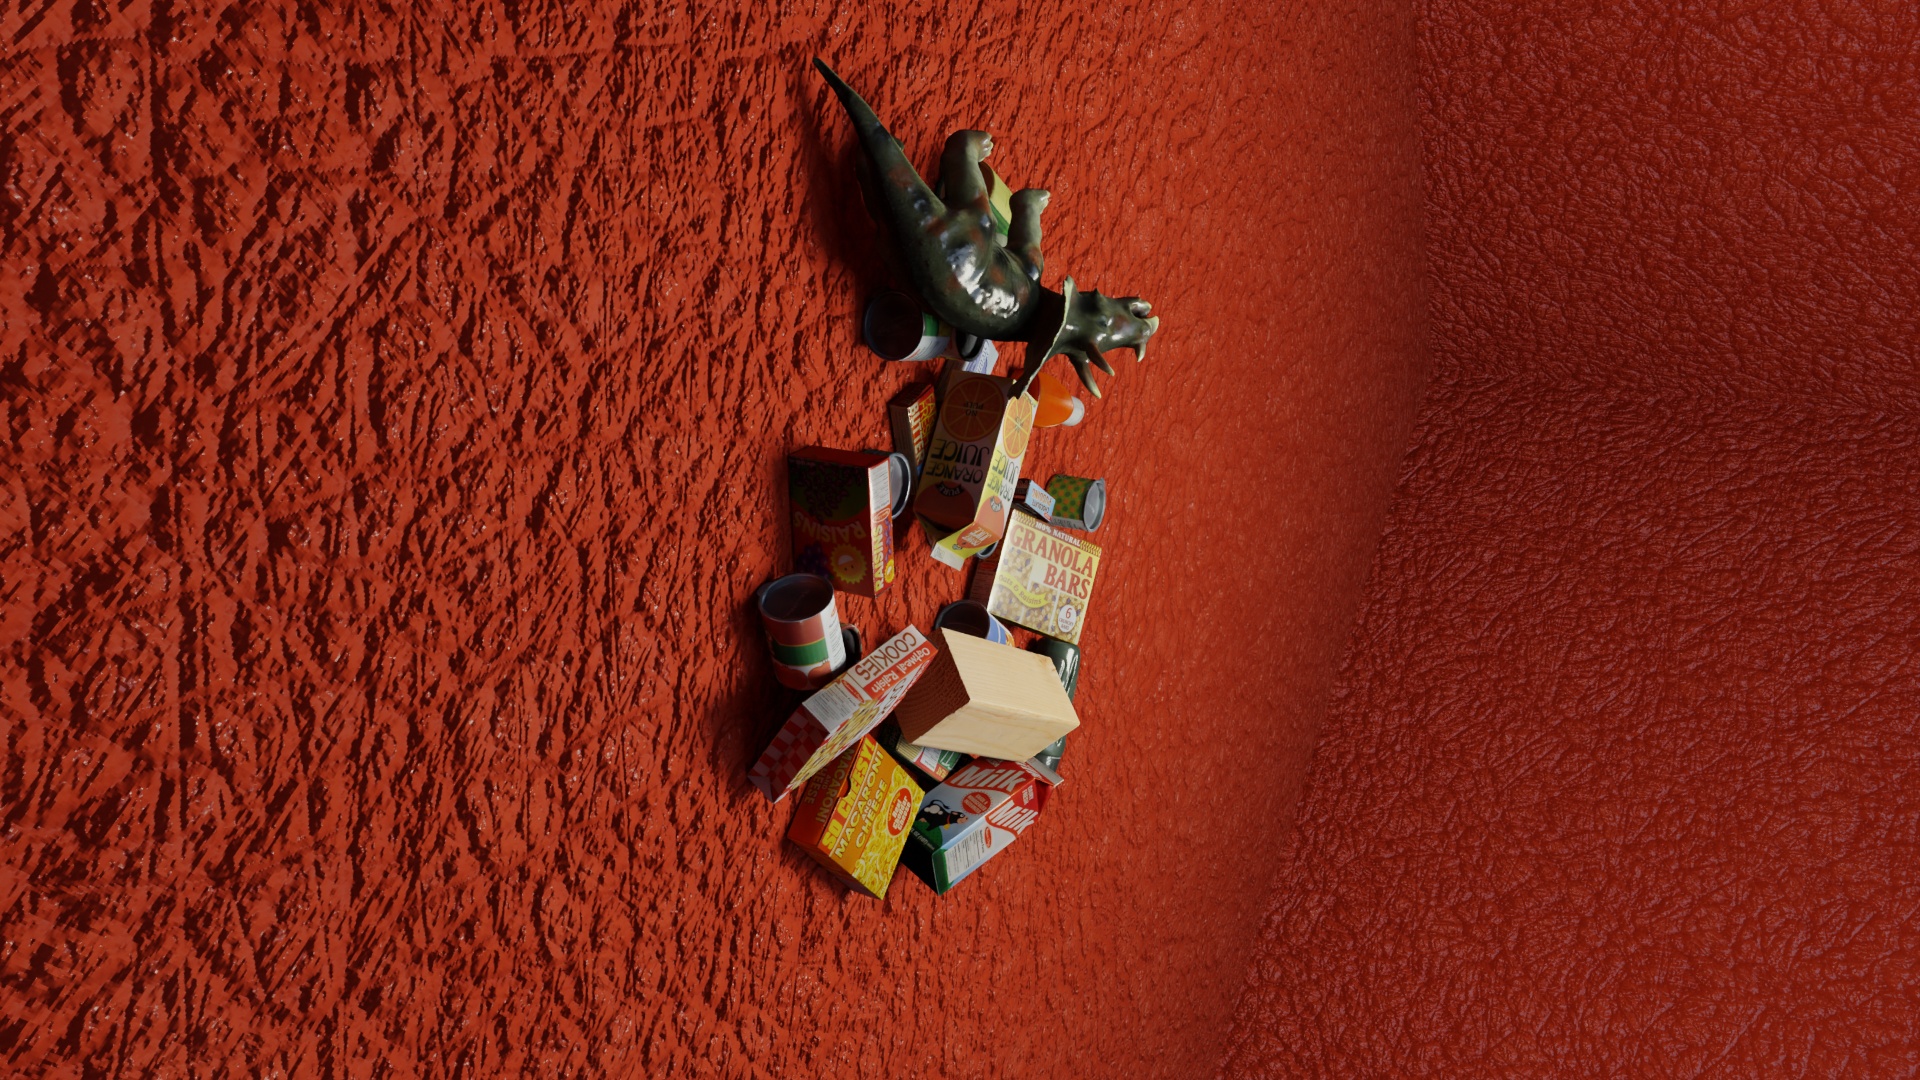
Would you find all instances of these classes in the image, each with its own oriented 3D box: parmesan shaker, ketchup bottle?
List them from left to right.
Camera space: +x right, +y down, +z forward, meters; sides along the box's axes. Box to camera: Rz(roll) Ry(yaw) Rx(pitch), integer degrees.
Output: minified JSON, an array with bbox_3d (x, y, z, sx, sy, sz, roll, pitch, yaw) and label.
[{"bbox_3d":[0.024,-0.333,1.398,0.103,0.071,0.071,32,71,-60],"label":"parmesan shaker"},{"bbox_3d":[0.102,-0.161,1.629,0.149,0.043,0.064,7,94,-63],"label":"ketchup bottle"}]

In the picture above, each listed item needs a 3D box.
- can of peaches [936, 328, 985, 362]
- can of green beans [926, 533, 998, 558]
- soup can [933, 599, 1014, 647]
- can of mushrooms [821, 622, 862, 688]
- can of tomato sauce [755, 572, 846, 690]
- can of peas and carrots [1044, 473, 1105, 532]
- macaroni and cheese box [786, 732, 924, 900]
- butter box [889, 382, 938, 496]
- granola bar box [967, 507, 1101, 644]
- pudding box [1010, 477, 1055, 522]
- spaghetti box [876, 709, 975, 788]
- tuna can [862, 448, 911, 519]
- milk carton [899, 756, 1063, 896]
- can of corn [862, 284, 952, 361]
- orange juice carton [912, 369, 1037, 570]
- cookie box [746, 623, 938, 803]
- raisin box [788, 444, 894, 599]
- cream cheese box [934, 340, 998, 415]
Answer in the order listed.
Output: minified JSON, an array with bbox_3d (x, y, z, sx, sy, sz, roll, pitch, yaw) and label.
[{"bbox_3d":[-0.012,-0.213,1.377,0.071,0.058,0.071,-30,125,-56],"label":"can of peaches"},{"bbox_3d":[0.004,-0.018,1.475,0.071,0.058,0.071,-31,126,-55],"label":"can of green beans"},{"bbox_3d":[0.015,0.112,1.534,0.083,0.071,0.071,46,59,-58],"label":"soup can"},{"bbox_3d":[-0.123,0.106,1.303,0.071,0.033,0.070,-32,128,-54],"label":"can of mushrooms"},{"bbox_3d":[-0.140,0.080,1.223,0.071,0.071,0.082,-51,145,-43],"label":"can of tomato sauce"},{"bbox_3d":[0.142,-0.049,1.728,0.071,0.059,0.070,-31,126,-56],"label":"can of peas and carrots"},{"bbox_3d":[-0.101,0.274,1.396,0.124,0.040,0.166,-68,151,-24],"label":"macaroni and cheese box"},{"bbox_3d":[-0.043,-0.101,1.392,0.053,0.024,0.103,-47,139,-48],"label":"butter box"},{"bbox_3d":[0.087,0.043,1.624,0.165,0.039,0.124,23,79,-43],"label":"granola bar box"},{"bbox_3d":[0.071,-0.048,1.601,0.083,0.049,0.030,35,67,-61],"label":"pudding box"},{"bbox_3d":[-0.025,0.244,1.543,0.249,0.029,0.050,50,55,-56],"label":"spaghetti box"},{"bbox_3d":[-0.079,-0.055,1.331,0.071,0.033,0.070,-31,126,-56],"label":"tuna can"},{"bbox_3d":[0.022,0.297,1.535,0.191,0.072,0.073,-31,133,-28],"label":"milk carton"},{"bbox_3d":[-0.050,-0.203,1.301,0.058,0.071,0.071,-12,110,-62],"label":"can of corn"},{"bbox_3d":[0.011,-0.068,1.399,0.071,0.073,0.193,34,70,-62],"label":"orange juice carton"},{"bbox_3d":[-0.105,0.157,1.268,0.168,0.040,0.122,-33,165,-50],"label":"cookie box"},{"bbox_3d":[-0.105,-0.017,1.237,0.040,0.086,0.123,-36,130,-56],"label":"raisin box"},{"bbox_3d":[0.005,-0.173,1.459,0.104,0.024,0.053,-66,150,-24],"label":"cream cheese box"}]
